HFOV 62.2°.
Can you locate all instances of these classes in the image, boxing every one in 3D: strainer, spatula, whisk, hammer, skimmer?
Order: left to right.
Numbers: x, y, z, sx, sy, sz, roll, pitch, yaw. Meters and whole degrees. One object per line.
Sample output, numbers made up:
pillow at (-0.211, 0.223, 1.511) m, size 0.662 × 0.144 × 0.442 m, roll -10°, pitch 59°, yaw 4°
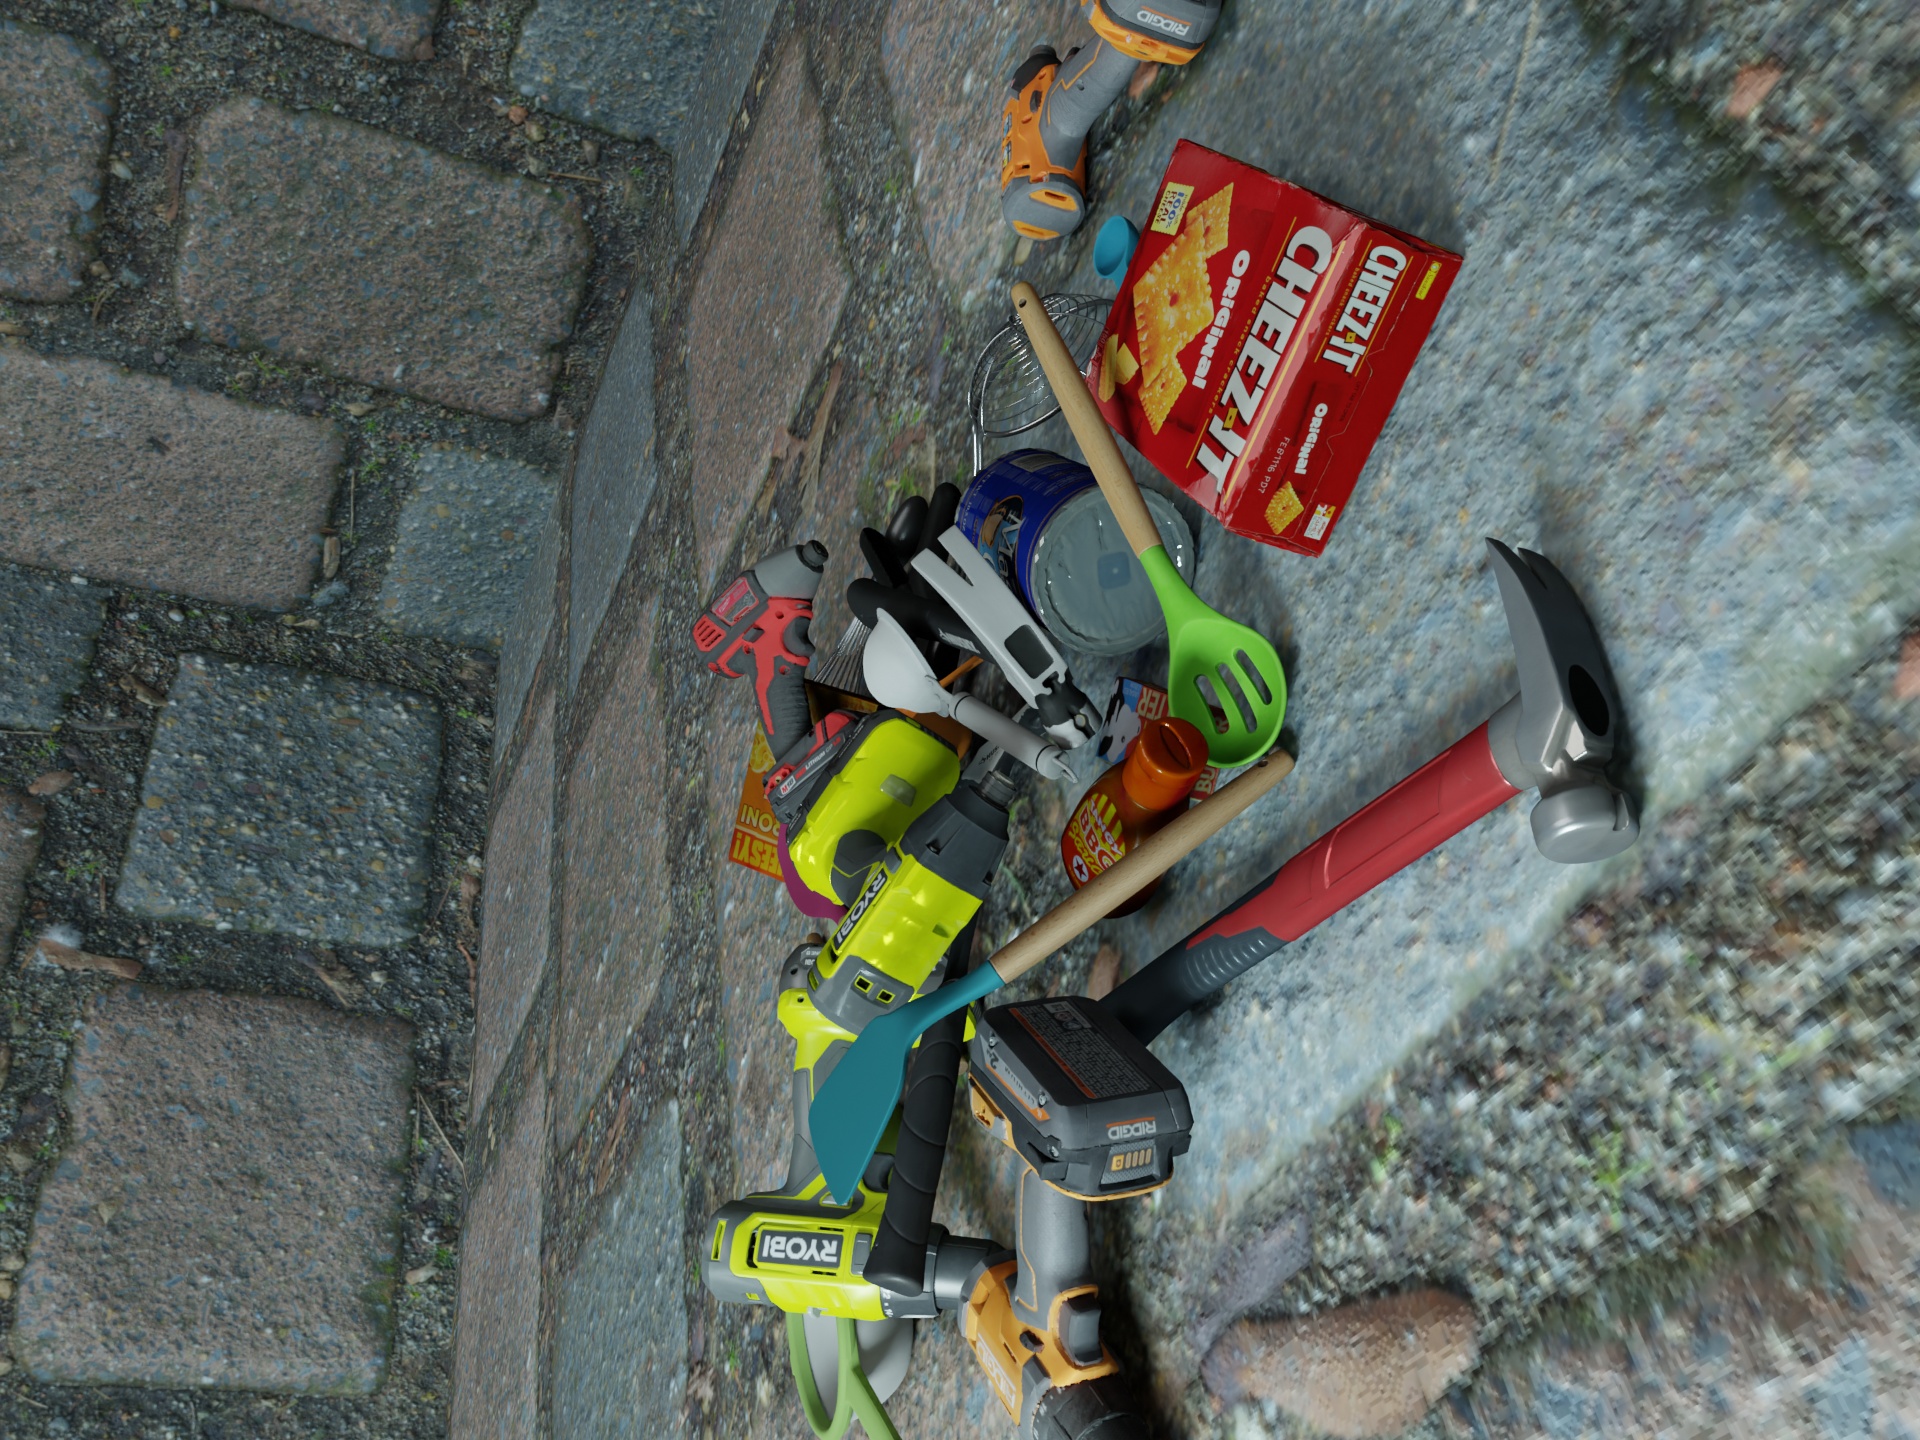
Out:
whisk at (-0.091, -0.066, 1.377) m, size 0.284 × 0.070 × 0.070 m, roll -64°, pitch 27°, yaw 20°
strainer at (-0.051, 0.413, 1.032) m, size 0.256 × 0.069 × 0.151 m, roll -154°, pitch 65°, yaw -66°
hammer at (-0.019, -0.070, 1.067) m, size 0.035 × 0.146 × 0.335 m, roll -41°, pitch 20°, yaw -9°
strainer at (-0.004, -0.011, 1.013) m, size 0.050 × 0.086 × 0.259 m, roll -37°, pitch 36°, yaw -16°
hammer at (0.001, 0.151, 0.955) m, size 0.149 × 0.036 × 0.409 m, roll -50°, pitch 19°, yaw 42°
skimmer at (0.034, -0.130, 1.154) m, size 0.127 × 0.090 × 0.363 m, roll -118°, pitch 35°, yaw -58°
spatula at (0.045, 0.119, 0.809) m, size 0.317 × 0.044 × 0.082 m, roll -36°, pitch 27°, yaw -1°
hammer at (0.158, 0.073, 0.769) m, size 0.386 × 0.038 × 0.143 m, roll -48°, pitch 36°, yaw 49°

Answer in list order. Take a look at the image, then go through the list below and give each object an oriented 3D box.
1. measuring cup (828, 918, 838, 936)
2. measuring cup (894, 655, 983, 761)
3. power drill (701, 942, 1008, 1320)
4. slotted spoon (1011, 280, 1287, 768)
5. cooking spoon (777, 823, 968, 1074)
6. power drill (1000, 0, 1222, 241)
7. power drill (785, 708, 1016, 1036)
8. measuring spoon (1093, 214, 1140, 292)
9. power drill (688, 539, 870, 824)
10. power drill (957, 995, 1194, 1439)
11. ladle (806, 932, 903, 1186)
measuring cup at (-0.075, 0.104, 1.273) m, size 0.083 × 0.038 × 0.168 m, roll 168°, pitch 110°, yaw -65°
measuring cup at (-0.002, -0.004, 1.142) m, size 0.173 × 0.052 × 0.095 m, roll -38°, pitch 12°, yaw 19°
power drill at (-0.051, 0.265, 1.019) m, size 0.080 × 0.190 × 0.229 m, roll 71°, pitch -157°, yaw -58°
slotted spoon at (0.096, -0.115, 0.871) m, size 0.070 × 0.031 × 0.314 m, roll -35°, pitch 69°, yaw 29°
cooking spoon at (-0.075, 0.166, 1.199) m, size 0.319 × 0.017 × 0.068 m, roll 44°, pitch 130°, yaw 50°
power drill at (0.093, -0.471, 1.119) m, size 0.226 × 0.084 × 0.164 m, roll 134°, pitch 141°, yaw -57°
power drill at (-0.038, 0.080, 1.005) m, size 0.171 × 0.080 × 0.223 m, roll -55°, pitch 19°, yaw 7°
measuring spoon at (0.119, -0.283, 1.055) m, size 0.042 × 0.021 × 0.129 m, roll -51°, pitch 44°, yaw 45°
power drill at (-0.127, -0.034, 1.280) m, size 0.143 × 0.078 × 0.220 m, roll -41°, pitch 62°, yaw 24°
power drill at (0.062, 0.279, 0.810) m, size 0.185 × 0.084 × 0.226 m, roll -142°, pitch 53°, yaw -61°
ladle at (-0.098, 0.252, 1.241) m, size 0.078 × 0.062 × 0.320 m, roll -57°, pitch 26°, yaw 14°
